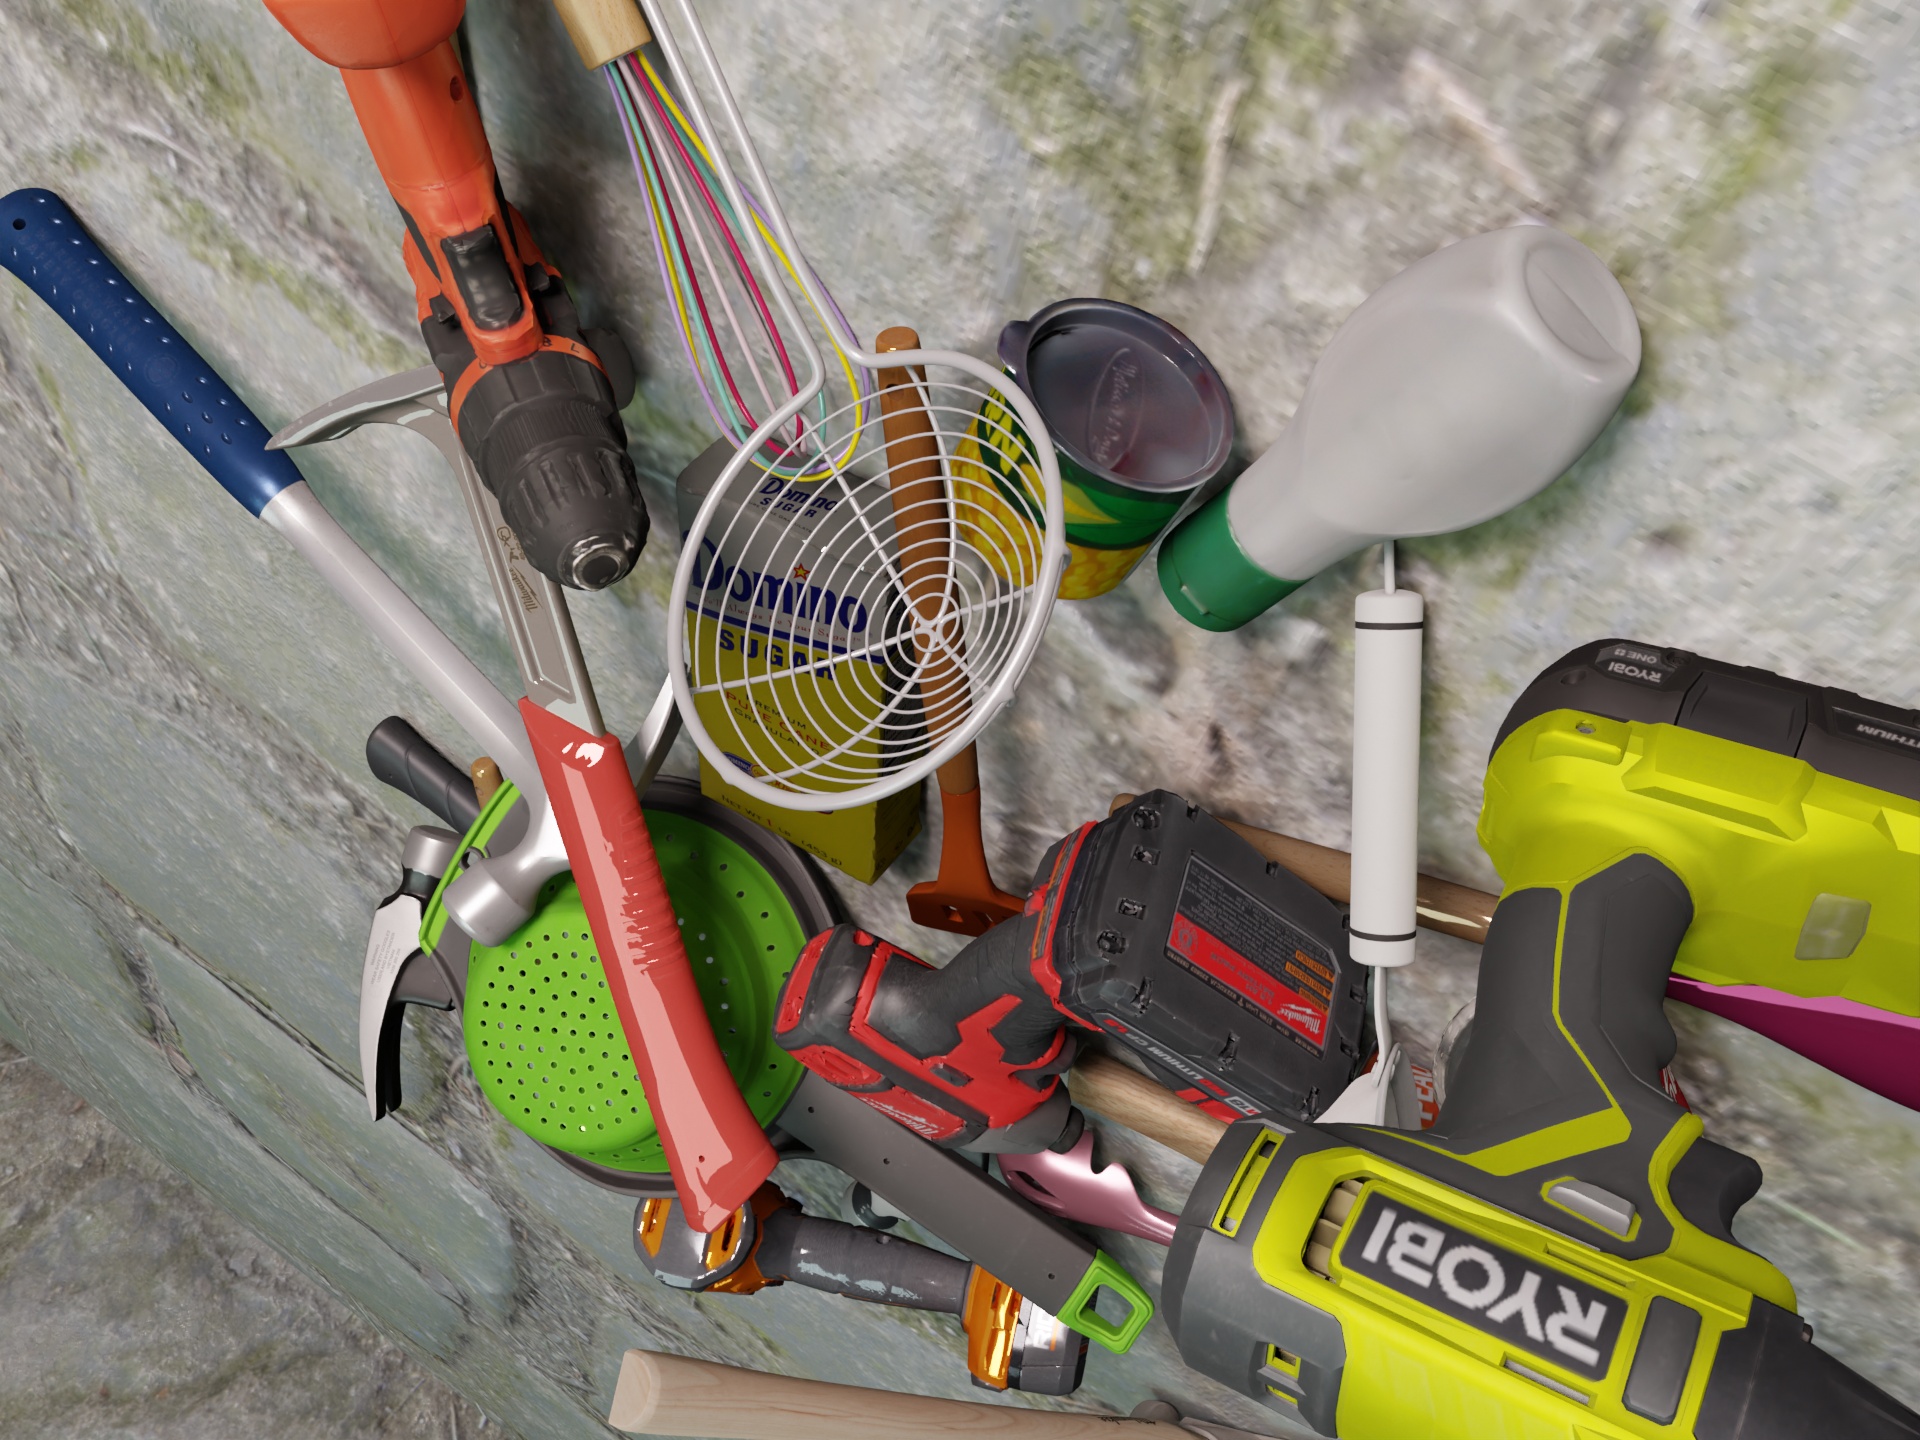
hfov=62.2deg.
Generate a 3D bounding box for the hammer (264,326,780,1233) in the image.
[{"bbox_3d":[-0.153,0.037,0.632,0.149,0.037,0.359,-11,102,19],"label":"hammer"}]

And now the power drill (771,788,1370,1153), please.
[{"bbox_3d":[0.037,0.113,0.593,0.143,0.079,0.219,35,144,-20],"label":"power drill"}]

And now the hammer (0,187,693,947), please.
[{"bbox_3d":[-0.288,-0.094,0.706,0.405,0.144,0.035,45,174,8],"label":"hammer"}]

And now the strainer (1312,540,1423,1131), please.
[{"bbox_3d":[0.123,0.073,0.469,0.050,0.087,0.258,2,97,22],"label":"strainer"}]

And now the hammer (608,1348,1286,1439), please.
[{"bbox_3d":[0.019,0.345,0.771,0.410,0.038,0.146,25,156,-36],"label":"hammer"}]

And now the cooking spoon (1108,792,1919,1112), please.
[{"bbox_3d":[0.191,0.071,0.513,0.319,0.017,0.068,16,139,29],"label":"cooking spoon"}]

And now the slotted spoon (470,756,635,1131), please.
[{"bbox_3d":[-0.231,0.141,0.900,0.070,0.031,0.313,19,135,25],"label":"slotted spoon"}]

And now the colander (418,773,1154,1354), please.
[{"bbox_3d":[-0.089,0.174,0.717,0.397,0.094,0.204,33,99,7],"label":"colander"}]

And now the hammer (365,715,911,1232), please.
[{"bbox_3d":[-0.172,0.138,0.894,0.409,0.036,0.149,40,143,1],"label":"hammer"}]

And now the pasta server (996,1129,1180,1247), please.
[{"bbox_3d":[0.150,0.248,0.733,0.316,0.040,0.060,15,137,25],"label":"pasta server"}]

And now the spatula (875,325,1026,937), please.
[{"bbox_3d":[-0.001,-0.002,0.568,0.081,0.041,0.322,9,137,16],"label":"spatula"}]

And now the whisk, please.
[{"bbox_3d":[-0.097,-0.180,0.487,0.047,0.051,0.244,3,127,47],"label":"whisk"}]

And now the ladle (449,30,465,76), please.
[{"bbox_3d":[-0.172,-0.298,0.442,0.069,0.031,0.315,38,148,26],"label":"ladle"}]

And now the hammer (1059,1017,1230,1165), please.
[{"bbox_3d":[0.151,0.199,0.674,0.331,0.031,0.130,23,141,21],"label":"hammer"}]

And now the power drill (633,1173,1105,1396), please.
[{"bbox_3d":[-0.042,0.286,0.834,0.226,0.084,0.164,10,161,11],"label":"power drill"}]

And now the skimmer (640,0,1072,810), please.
[{"bbox_3d":[-0.078,-0.156,0.394,0.127,0.090,0.363,-17,103,29],"label":"skimmer"}]

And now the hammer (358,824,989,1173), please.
[{"bbox_3d":[-0.143,0.172,0.809,0.335,0.146,0.035,17,180,1],"label":"hammer"}]

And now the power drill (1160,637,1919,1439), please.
[{"bbox_3d":[0.171,0.088,0.373,0.171,0.223,0.080,18,139,27],"label":"power drill"}]
